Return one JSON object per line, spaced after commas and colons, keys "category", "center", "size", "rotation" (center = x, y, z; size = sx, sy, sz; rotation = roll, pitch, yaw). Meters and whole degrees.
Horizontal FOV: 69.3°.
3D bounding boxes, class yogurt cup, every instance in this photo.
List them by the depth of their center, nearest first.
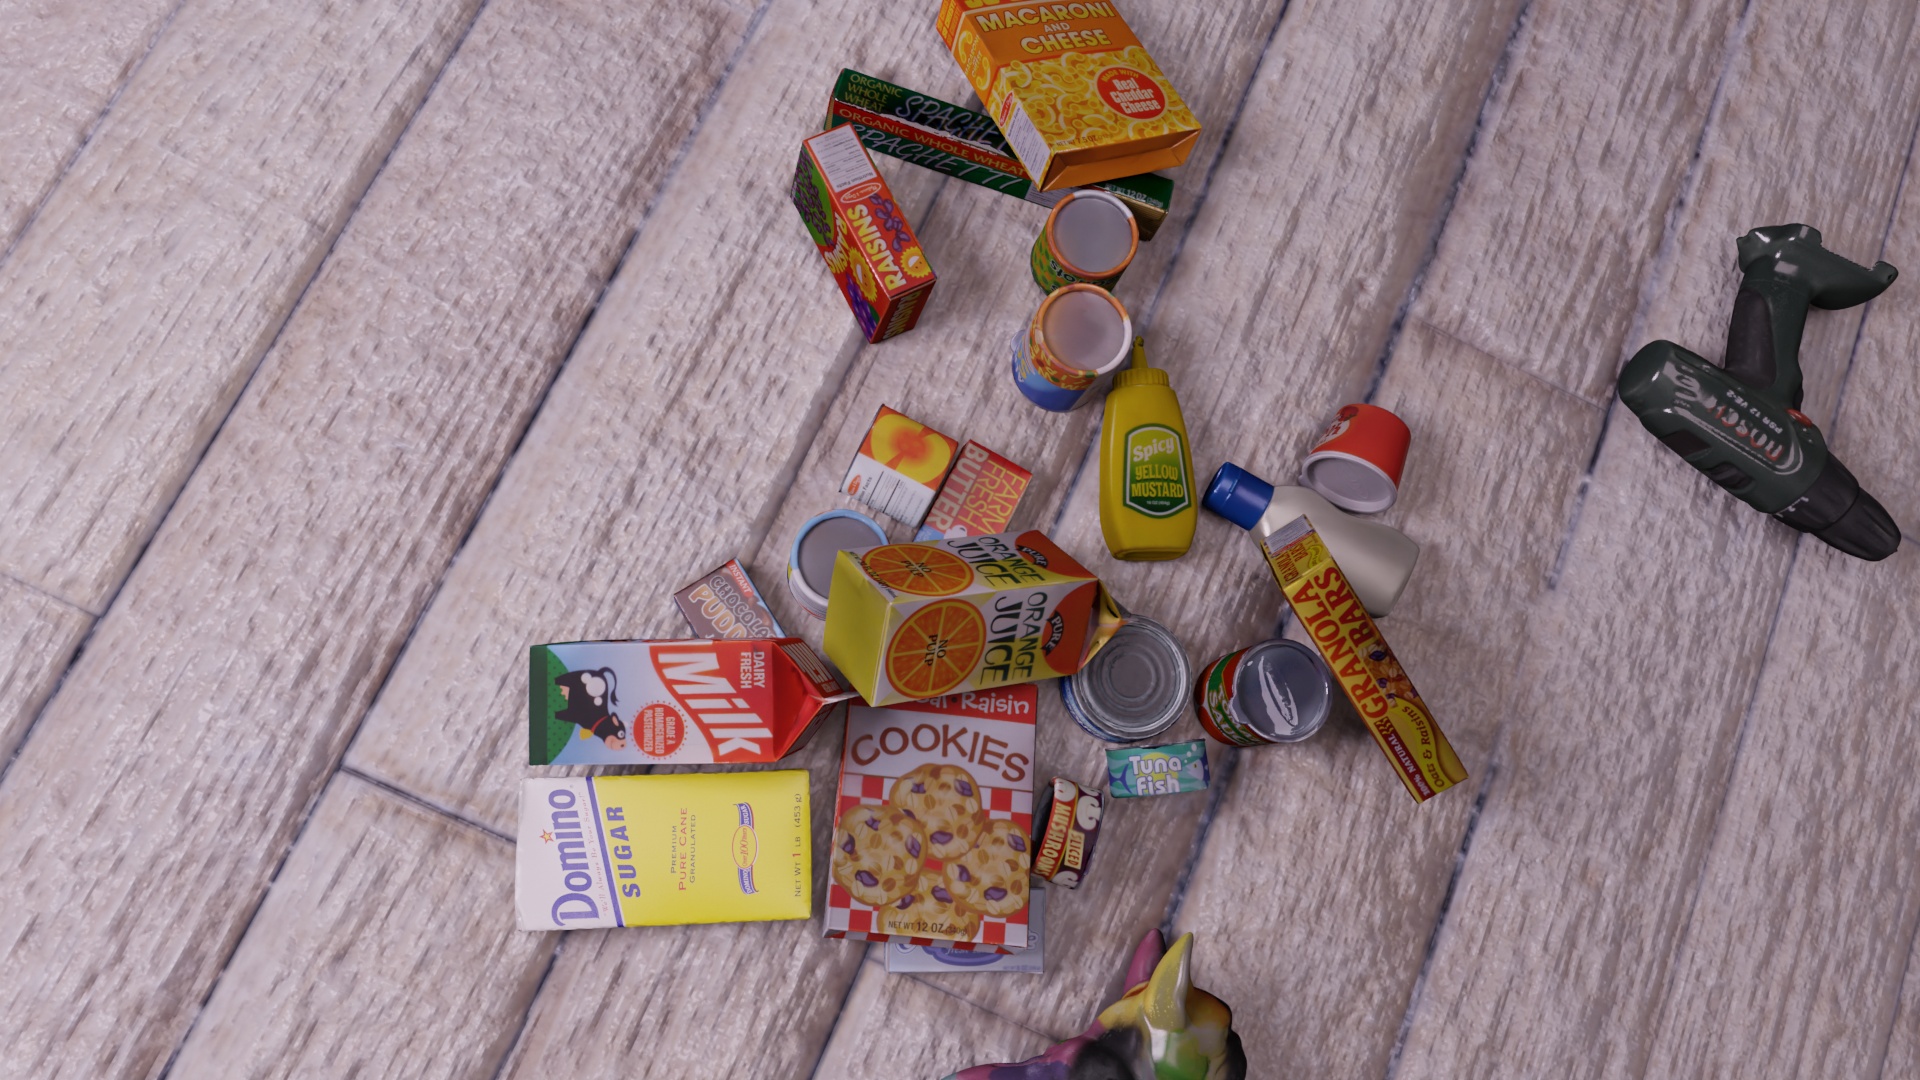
{"category": "yogurt cup", "center": [0.281, -0.059, 0.977], "size": [0.072, 0.072, 0.054], "rotation": [31, 68, -2]}

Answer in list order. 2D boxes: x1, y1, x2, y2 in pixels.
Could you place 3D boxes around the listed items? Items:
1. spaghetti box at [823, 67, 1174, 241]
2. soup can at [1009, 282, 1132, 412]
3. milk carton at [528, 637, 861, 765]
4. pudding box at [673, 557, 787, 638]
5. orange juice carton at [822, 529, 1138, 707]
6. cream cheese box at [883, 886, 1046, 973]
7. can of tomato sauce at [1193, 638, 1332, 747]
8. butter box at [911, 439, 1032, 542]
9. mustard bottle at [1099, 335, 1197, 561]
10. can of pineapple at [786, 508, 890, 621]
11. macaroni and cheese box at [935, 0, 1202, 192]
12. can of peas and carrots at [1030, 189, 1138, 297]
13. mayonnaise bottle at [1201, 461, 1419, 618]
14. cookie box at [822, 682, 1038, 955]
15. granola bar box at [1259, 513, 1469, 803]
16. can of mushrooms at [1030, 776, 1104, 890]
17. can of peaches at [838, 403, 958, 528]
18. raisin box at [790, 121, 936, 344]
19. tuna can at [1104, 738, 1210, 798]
{"category": "spaghetti box", "center": [0.027, -0.272, 0.986], "size": [0.250, 0.050, 0.029], "rotation": [17, 75, -5]}
{"category": "soup can", "center": [0.072, -0.132, 0.946], "size": [0.071, 0.083, 0.071], "rotation": [2, 78, -8]}
{"category": "milk carton", "center": [-0.156, 0.096, 0.840], "size": [0.191, 0.072, 0.073], "rotation": [-1, 87, 5]}
{"category": "pudding box", "center": [-0.144, 0.059, 0.899], "size": [0.050, 0.030, 0.084], "rotation": [-31, 85, -14]}
{"category": "orange juice carton", "center": [0.017, 0.044, 0.878], "size": [0.193, 0.072, 0.072], "rotation": [-6, 119, -31]}
{"category": "cream cheese box", "center": [0.003, 0.248, 0.886], "size": [0.104, 0.024, 0.053], "rotation": [3, 76, -9]}
{"category": "can of tomato sauce", "center": [0.196, 0.104, 0.917], "size": [0.071, 0.083, 0.071], "rotation": [2, 78, -8]}
{"category": "butter box", "center": [0.003, -0.012, 0.941], "size": [0.053, 0.024, 0.104], "rotation": [28, 76, -3]}
{"category": "mustard bottle", "center": [0.126, -0.067, 0.959], "size": [0.065, 0.048, 0.160], "rotation": [-1, 79, -11]}
{"category": "can of pineapple", "center": [-0.078, 0.015, 0.904], "size": [0.071, 0.057, 0.071], "rotation": [2, 78, -9]}
{"category": "macaroni and cheese box", "center": [0.074, -0.326, 0.975], "size": [0.124, 0.040, 0.167], "rotation": [-17, 65, -26]}
{"category": "can of peas and carrots", "center": [0.086, -0.202, 0.976], "size": [0.071, 0.058, 0.071], "rotation": [2, 78, -8]}
{"category": "mayonnaise bottle", "center": [0.242, -0.005, 0.970], "size": [0.148, 0.041, 0.065], "rotation": [29, 81, -1]}
{"category": "cookie box", "center": [-0.017, 0.167, 0.875], "size": [0.123, 0.040, 0.168], "rotation": [7, 66, -7]}
{"category": "granola bar box", "center": [0.256, 0.073, 0.896], "size": [0.039, 0.124, 0.165], "rotation": [-32, 98, 12]}
{"category": "can of mushrooms", "center": [0.066, 0.187, 0.885], "size": [0.033, 0.071, 0.071], "rotation": [18, 76, -3]}
{"category": "can of peaches", "center": [-0.040, -0.051, 0.921], "size": [0.058, 0.071, 0.071], "rotation": [27, 76, -3]}
{"category": "raisin box", "center": [-0.067, -0.205, 0.938], "size": [0.040, 0.086, 0.123], "rotation": [-26, 84, -18]}
{"category": "tuna can", "center": [0.129, 0.148, 0.903], "size": [0.071, 0.071, 0.033], "rotation": [-4, 81, -10]}
